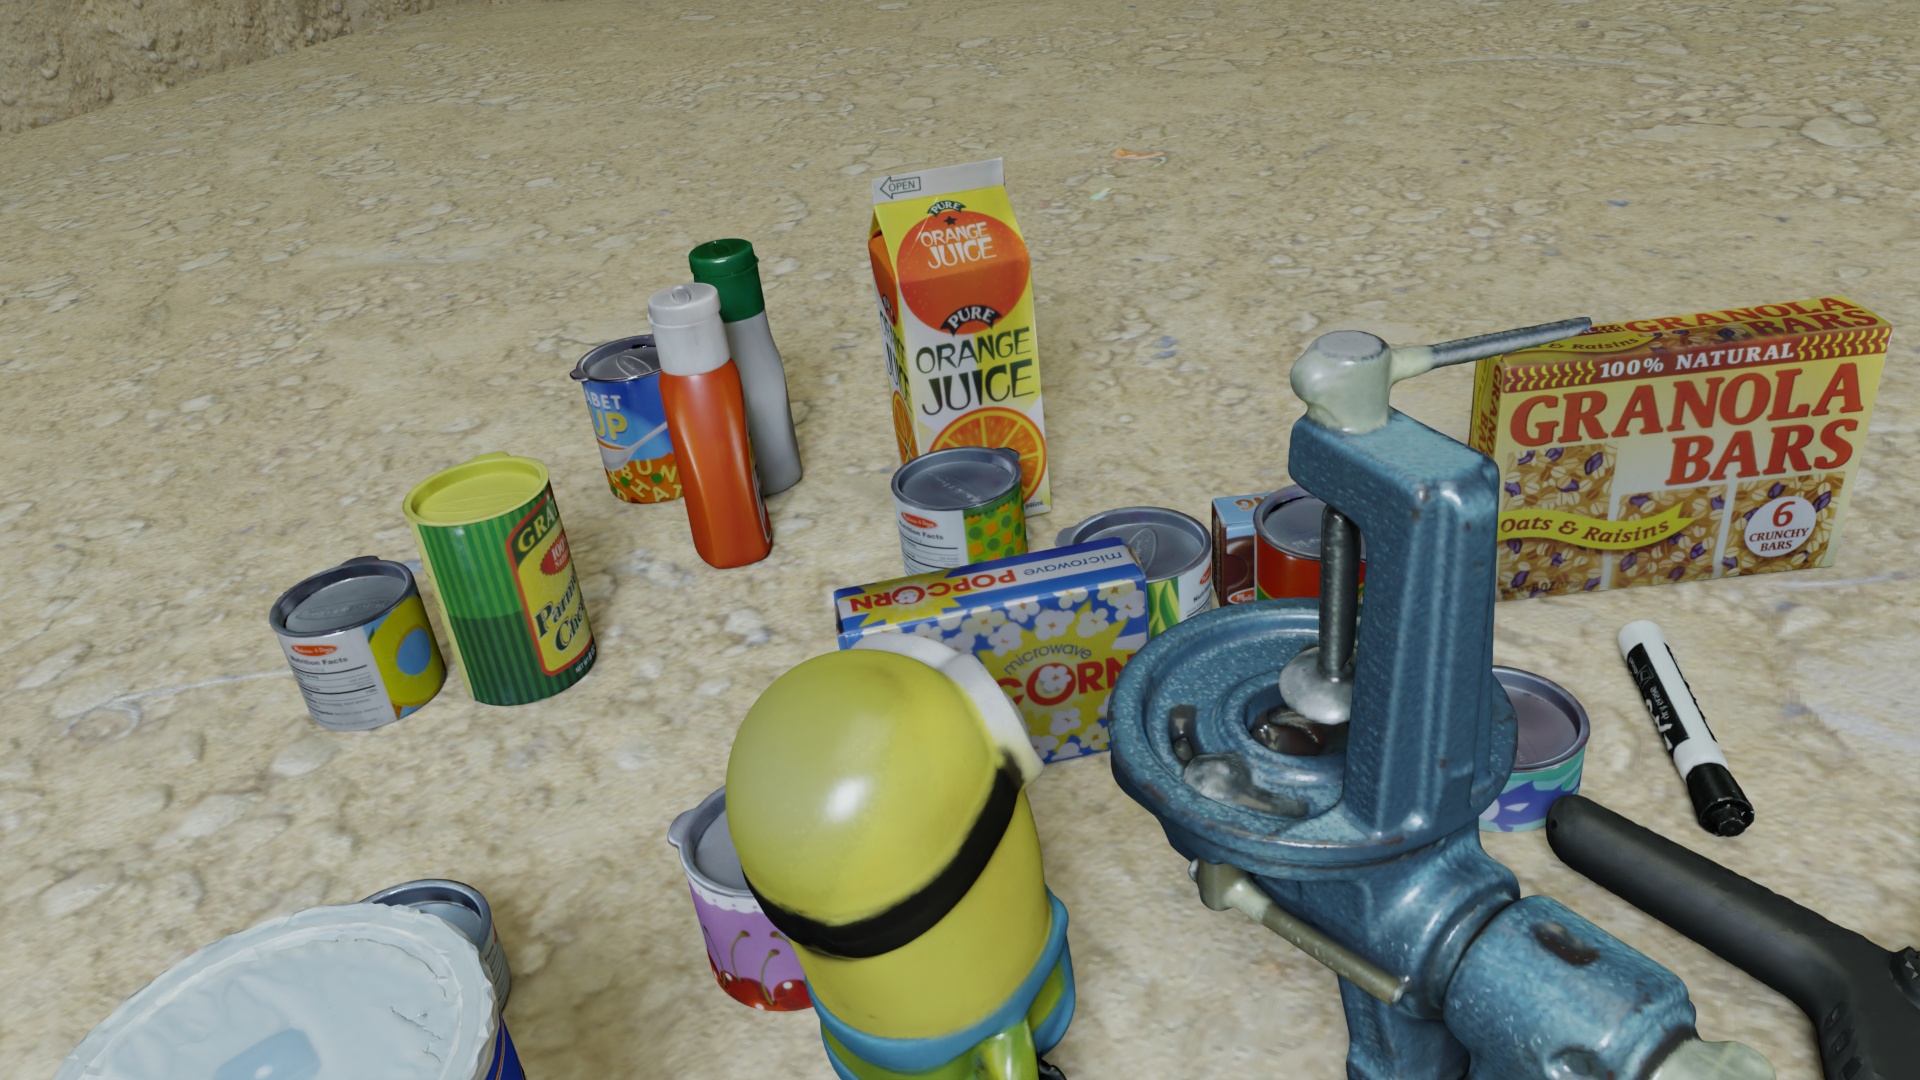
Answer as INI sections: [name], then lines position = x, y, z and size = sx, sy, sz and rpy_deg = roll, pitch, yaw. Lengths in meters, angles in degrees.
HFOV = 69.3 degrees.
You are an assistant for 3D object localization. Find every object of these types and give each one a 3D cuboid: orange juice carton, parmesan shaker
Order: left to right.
[parmesan shaker]
position = -0.218, 0.018, 0.668
size = 0.071, 0.102, 0.071
rpy_deg = -5, 30, 3
[orange juice carton]
position = -0.001, -0.106, 0.747
size = 0.072, 0.191, 0.073
rpy_deg = -13, 31, -10

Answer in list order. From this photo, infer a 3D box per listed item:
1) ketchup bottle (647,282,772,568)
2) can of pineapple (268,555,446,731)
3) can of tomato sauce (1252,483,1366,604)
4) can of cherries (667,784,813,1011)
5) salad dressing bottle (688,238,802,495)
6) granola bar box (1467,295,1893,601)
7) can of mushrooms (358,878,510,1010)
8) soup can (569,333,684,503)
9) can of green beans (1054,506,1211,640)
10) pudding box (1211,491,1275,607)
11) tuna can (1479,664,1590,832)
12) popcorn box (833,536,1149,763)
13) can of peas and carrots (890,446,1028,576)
[ketchup bottle]
position = -0.134, -0.061, 0.742
size = 0.043, 0.148, 0.065
rpy_deg = -14, 31, -11
[can of pineapple]
position = -0.290, 0.049, 0.675
size = 0.071, 0.057, 0.071
rpy_deg = -5, 30, 3
[can of tomato sauce]
position = 0.161, 0.026, 0.597
size = 0.071, 0.082, 0.071
rpy_deg = -5, 30, 3
[can of cherries]
position = -0.065, 0.125, 0.501
size = 0.071, 0.058, 0.072
rpy_deg = -5, 30, 3
[salad dressing bottle]
position = -0.125, -0.099, 0.805
size = 0.044, 0.147, 0.064
rpy_deg = -16, 31, -16
[granola bar box]
position = 0.320, -0.040, 0.637
size = 0.166, 0.123, 0.039
rpy_deg = -6, 30, 1
[can of mushrooms]
position = -0.200, 0.157, 0.499
size = 0.071, 0.033, 0.071
rpy_deg = -5, 30, 3
[soup can]
position = -0.190, -0.072, 0.835
size = 0.071, 0.083, 0.072
rpy_deg = -5, 30, 3
[can of green beans]
position = 0.083, 0.025, 0.640
size = 0.071, 0.057, 0.071
rpy_deg = -5, 30, 3
[pudding box]
position = 0.164, 0.002, 0.670
size = 0.084, 0.049, 0.030
rpy_deg = -7, 30, 0
[tuna can]
position = 0.207, 0.081, 0.544
size = 0.071, 0.032, 0.071
rpy_deg = -5, 30, 3
[popcorn box]
position = 0.015, 0.053, 0.580
size = 0.127, 0.084, 0.038
rpy_deg = -11, 30, -6
[can of peas and carrots]
position = 0.003, -0.009, 0.713
size = 0.071, 0.058, 0.071
rpy_deg = -5, 30, 3
